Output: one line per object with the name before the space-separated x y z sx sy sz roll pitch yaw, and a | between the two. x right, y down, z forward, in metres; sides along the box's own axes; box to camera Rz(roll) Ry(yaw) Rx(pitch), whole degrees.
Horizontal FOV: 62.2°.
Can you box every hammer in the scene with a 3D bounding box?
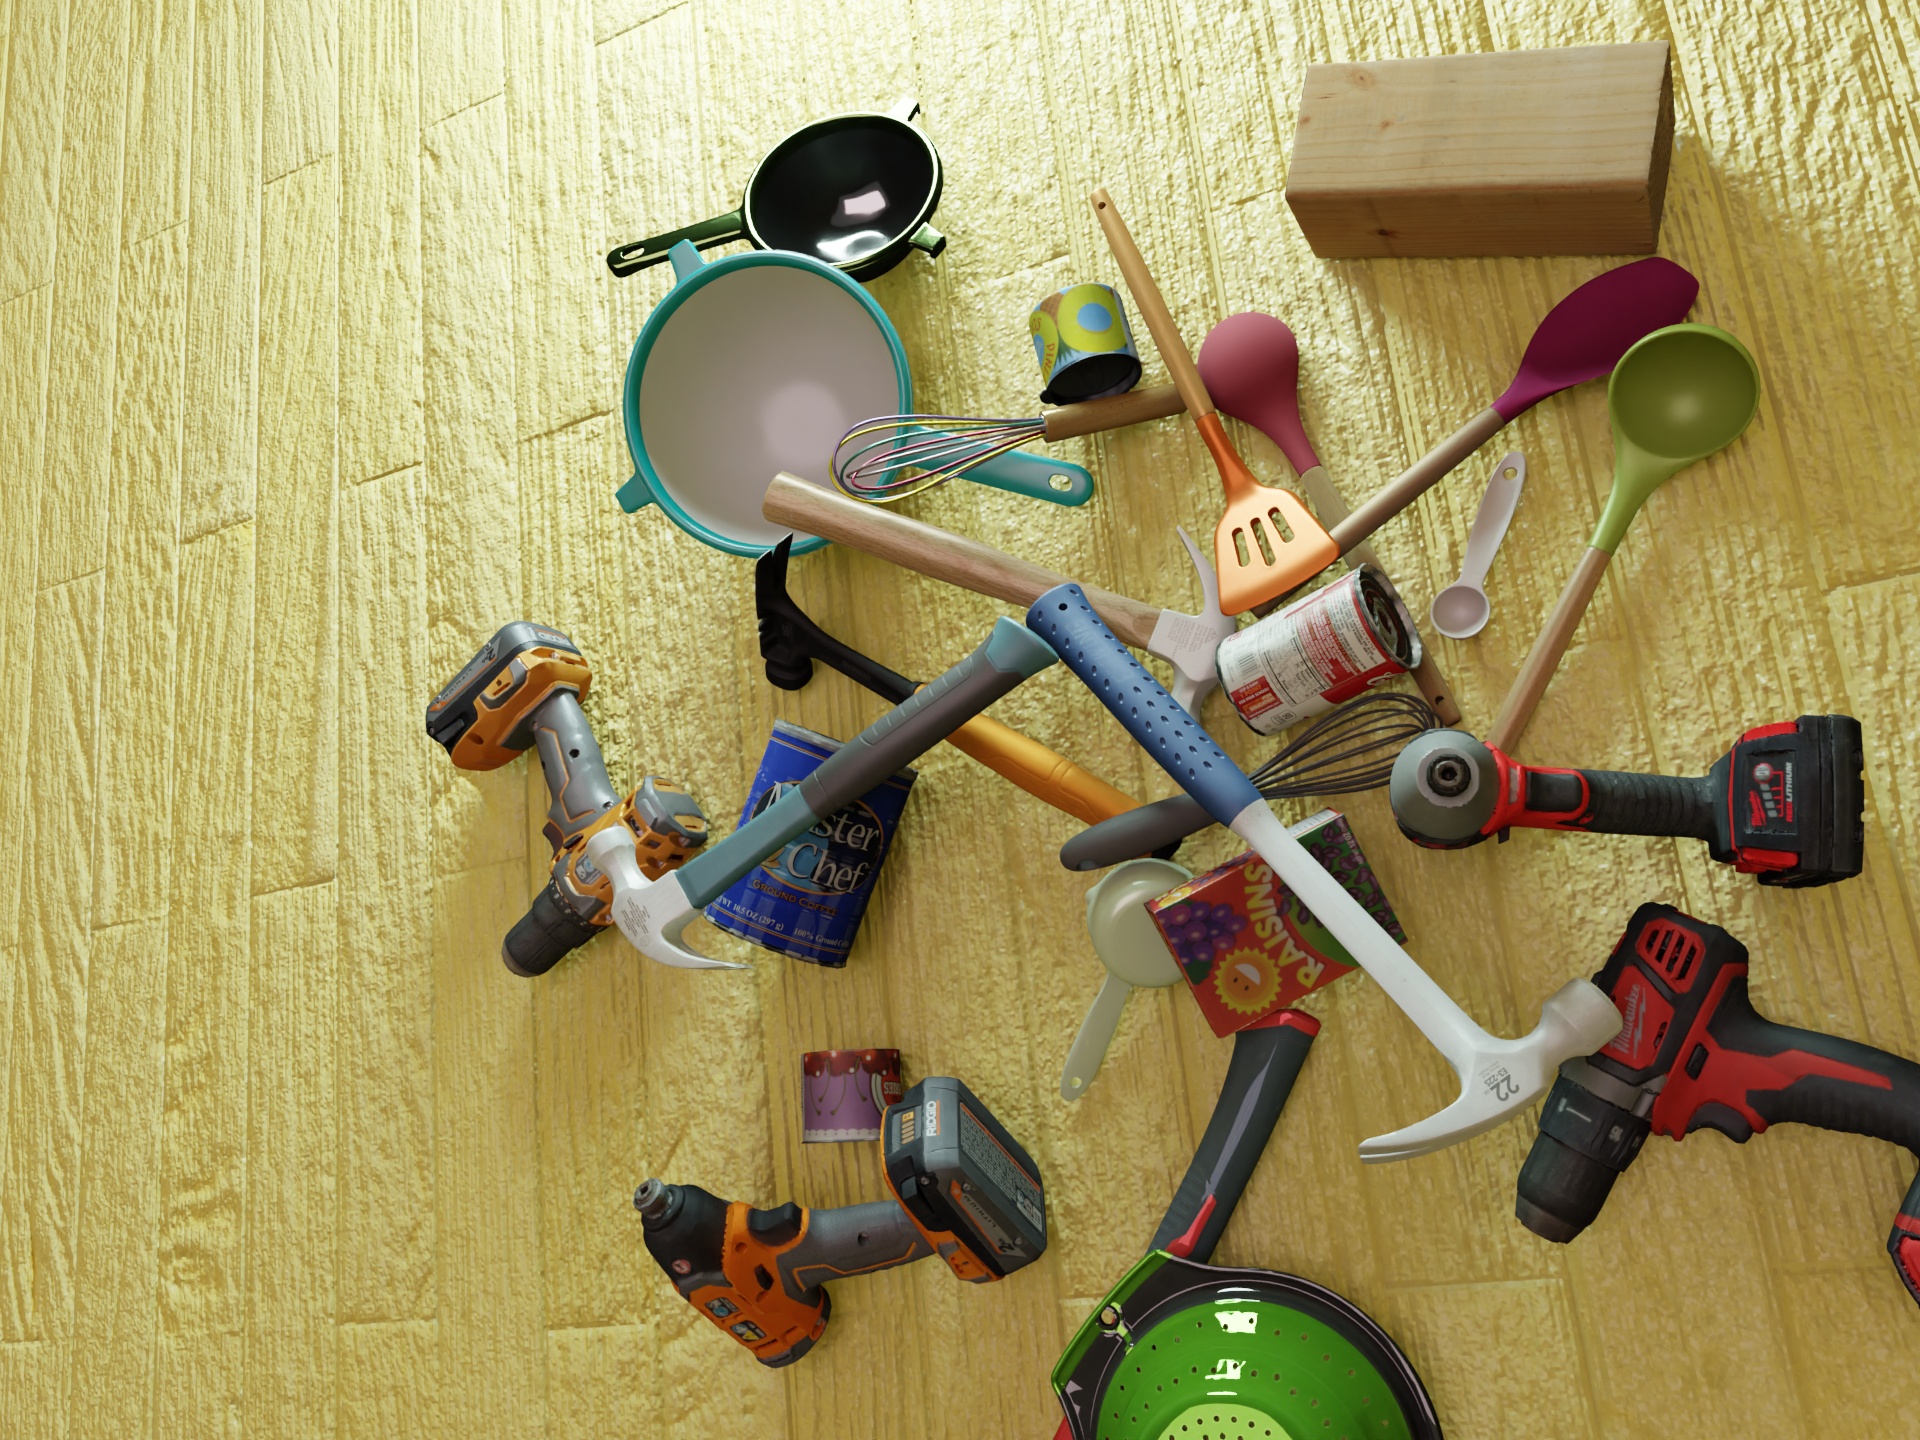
hammer | 0.022 -0.099 1.043 0.331 0.031 0.130 21 86 14
hammer | 0.126 0.350 0.929 0.143 0.038 0.386 27 91 27
hammer | -0.083 0.041 0.988 0.331 0.033 0.128 -36 69 12
hammer | 0.162 0.063 0.888 0.144 0.035 0.406 -37 57 -5
hammer | -0.002 -0.003 1.042 0.337 0.127 0.034 30 54 23

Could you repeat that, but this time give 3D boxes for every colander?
colander | 0.209 0.450 0.810 0.397 0.094 0.204 39 95 21

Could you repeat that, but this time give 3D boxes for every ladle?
ladle | 0.352 -0.074 0.903 0.078 0.062 0.320 27 94 14
ladle | 0.230 -0.133 0.993 0.069 0.031 0.316 -32 68 20

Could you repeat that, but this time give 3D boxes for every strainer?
strainer | -0.130 -0.356 1.175 0.256 0.069 0.152 -14 63 8
strainer | -0.066 -0.204 1.127 0.340 0.095 0.211 16 99 9

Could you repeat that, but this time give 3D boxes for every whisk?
whisk | 0.170 0.041 0.944 0.239 0.055 0.055 -22 69 6
whisk | 0.034 -0.183 1.038 0.245 0.051 0.047 -14 47 -9

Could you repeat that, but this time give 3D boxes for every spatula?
spatula | 0.146 -0.216 1.020 0.081 0.041 0.323 -29 71 20

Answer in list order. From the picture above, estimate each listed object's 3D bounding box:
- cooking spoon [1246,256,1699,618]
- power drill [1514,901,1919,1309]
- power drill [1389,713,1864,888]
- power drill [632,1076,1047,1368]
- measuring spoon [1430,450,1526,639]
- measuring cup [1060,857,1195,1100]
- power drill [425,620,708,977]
cooking spoon | 0.301 -0.166 0.953 0.319 0.017 0.069 -39 51 7
power drill | 0.408 0.218 0.799 0.227 0.080 0.188 27 91 31
power drill | 0.335 0.039 0.824 0.220 0.143 0.078 2 81 17
power drill | -0.080 0.304 0.973 0.226 0.164 0.084 -27 31 17
measuring spoon | 0.315 -0.103 0.953 0.034 0.018 0.124 18 80 28
measuring cup | 0.099 0.166 0.970 0.083 0.038 0.167 22 100 -6
power drill | -0.311 0.062 1.189 0.185 0.084 0.226 -43 68 13
